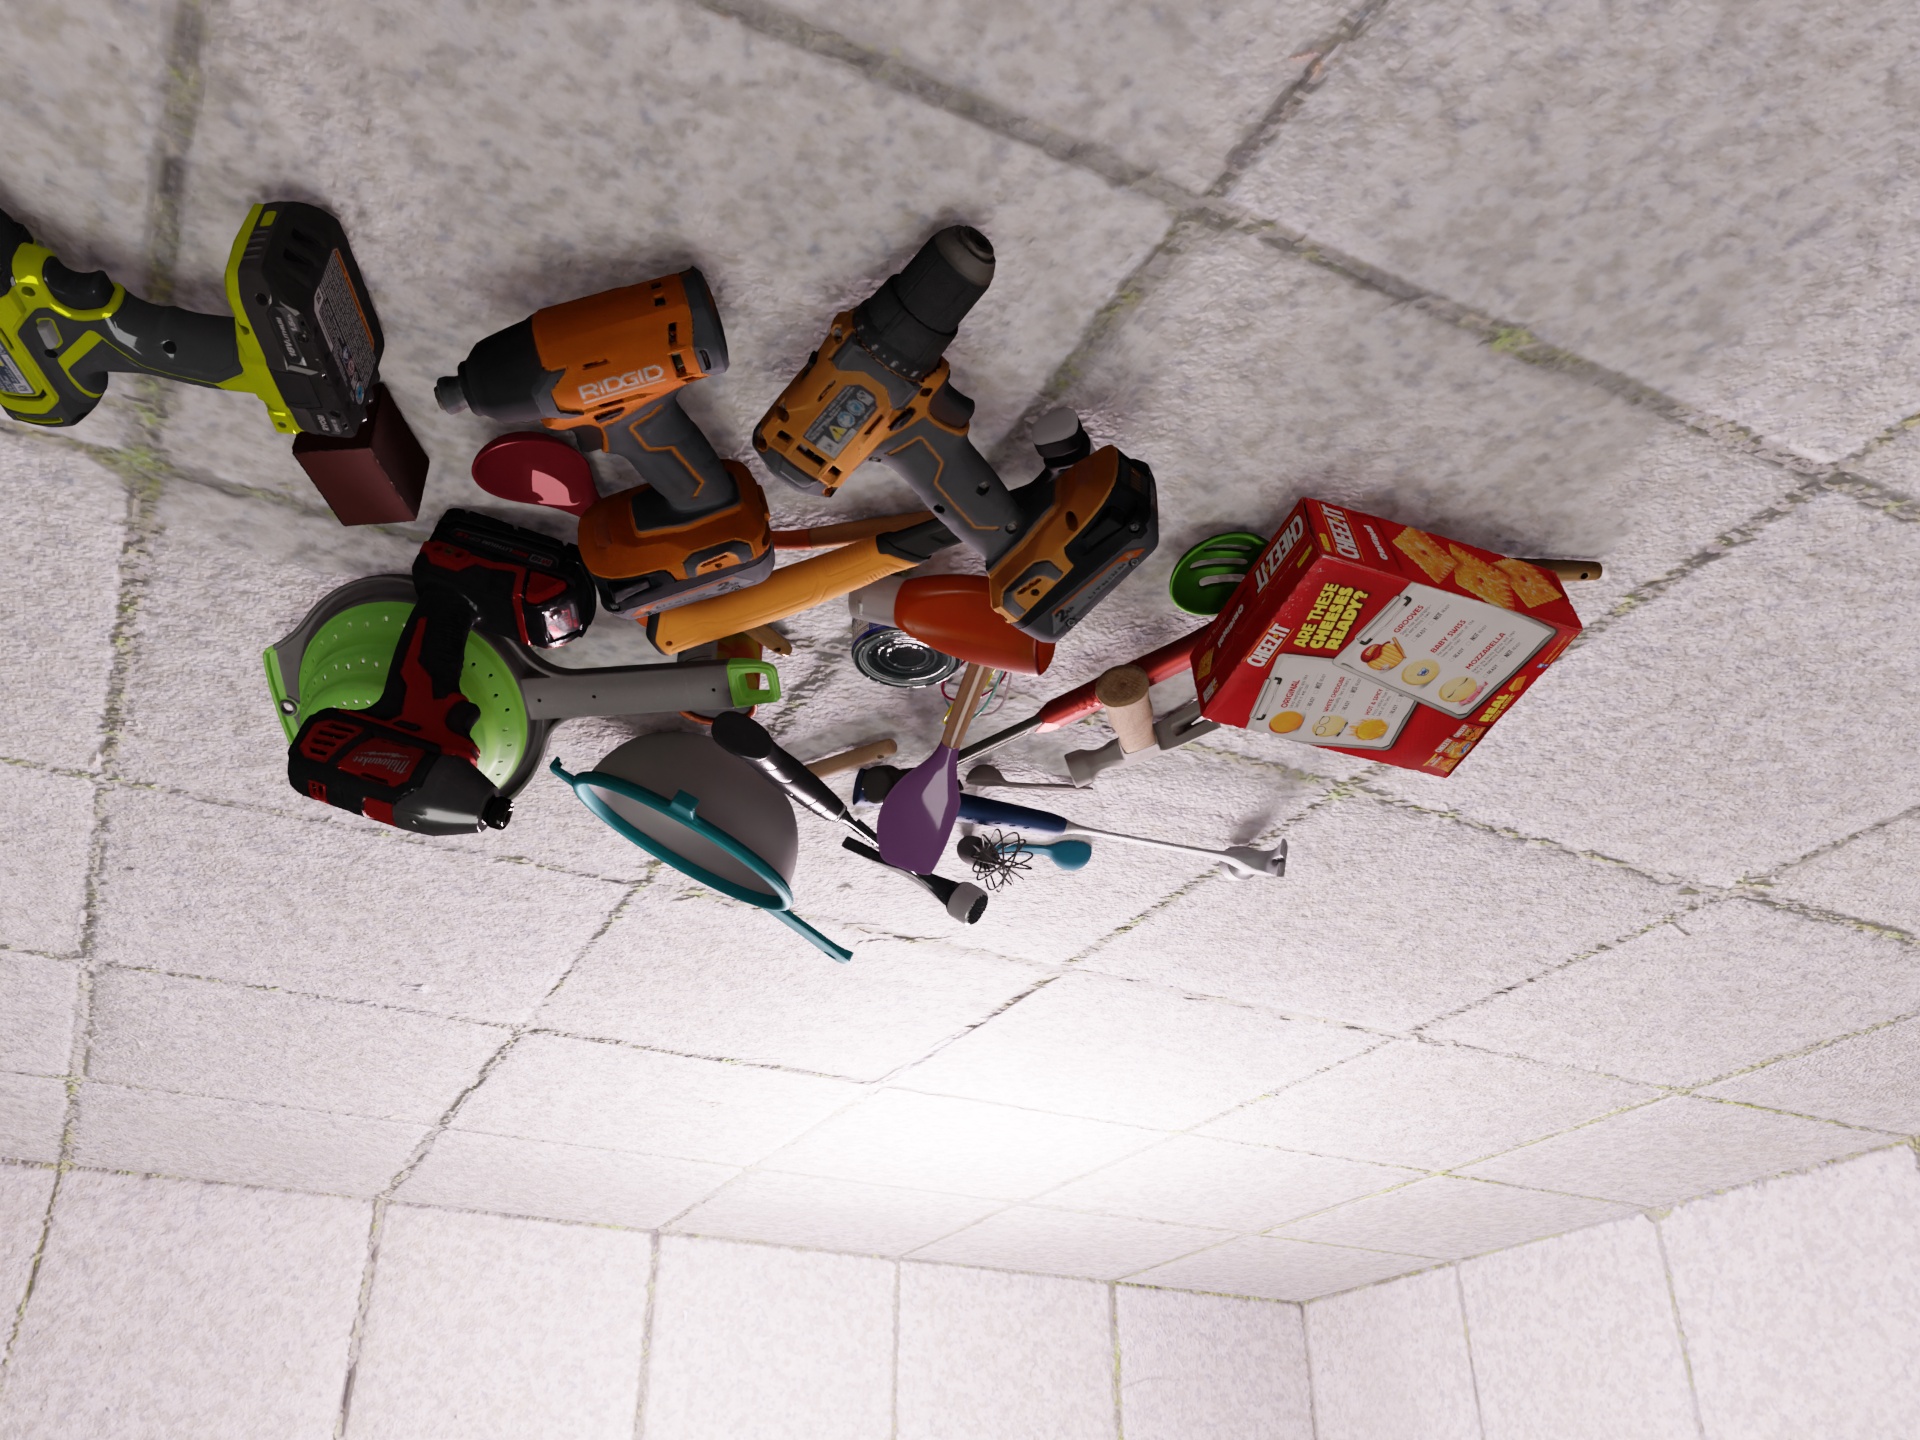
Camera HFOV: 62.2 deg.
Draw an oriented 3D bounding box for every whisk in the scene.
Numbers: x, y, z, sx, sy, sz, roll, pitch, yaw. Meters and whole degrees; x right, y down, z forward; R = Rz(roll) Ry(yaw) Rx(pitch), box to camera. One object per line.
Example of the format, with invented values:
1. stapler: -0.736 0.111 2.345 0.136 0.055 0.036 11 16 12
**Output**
1. whisk: 0.038 -0.069 1.193 0.047 0.051 0.245 -6 151 -29
2. whisk: 0.022 0.119 1.423 0.055 0.055 0.239 5 178 -9

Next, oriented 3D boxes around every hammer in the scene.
1. hammer: 0.104 0.096 1.443 0.405 0.035 0.144 11 172 -12
2. hammer: -0.058 -0.104 1.076 0.337 0.034 0.127 -17 135 15
3. hammer: 0.096 -0.014 1.256 0.359 0.037 0.149 -26 171 27
4. hammer: 0.131 -0.001 1.192 0.130 0.031 0.331 -21 170 5
5. hammer: -0.101 0.076 1.315 0.149 0.036 0.408 28 171 27

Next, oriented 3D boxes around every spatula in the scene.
1. spatula: -0.079 -0.121 1.095 0.322 0.041 0.080 -6 141 9
2. spatula: -0.002 -0.004 1.200 0.059 0.018 0.315 20 123 -3

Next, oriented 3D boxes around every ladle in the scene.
1. ladle: -0.216 -0.117 1.119 0.069 0.031 0.315 -23 145 23

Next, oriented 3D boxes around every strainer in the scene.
1. strainer: -0.181 0.104 1.389 0.211 0.095 0.340 10 155 43

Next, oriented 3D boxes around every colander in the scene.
1. colander: -0.332 -0.001 1.156 0.397 0.095 0.204 -3 117 8

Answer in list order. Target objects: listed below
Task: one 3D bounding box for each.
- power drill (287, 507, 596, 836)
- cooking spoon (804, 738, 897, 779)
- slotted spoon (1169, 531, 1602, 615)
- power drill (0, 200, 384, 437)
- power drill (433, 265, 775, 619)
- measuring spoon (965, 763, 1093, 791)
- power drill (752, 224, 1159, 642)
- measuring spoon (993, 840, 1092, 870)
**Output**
1. power drill: -0.333 -0.025 1.064 0.143 0.220 0.078 18 149 4
2. cooking spoon: -0.187 0.065 1.437 0.319 0.017 0.068 -19 144 30
3. slotted spoon: 0.302 -0.106 1.132 0.313 0.031 0.070 0 131 -3
4. power drill: -0.453 -0.230 0.880 0.223 0.080 0.171 4 150 -1
5. power drill: -0.206 -0.161 0.963 0.164 0.084 0.226 -16 147 -4
6. measuring spoon: 0.063 0.052 1.421 0.124 0.018 0.034 6 168 -22
7. power drill: 0.016 -0.167 0.939 0.226 0.084 0.185 33 125 -20
8. measuring spoon: 0.065 0.135 1.549 0.128 0.021 0.042 1 150 -3
